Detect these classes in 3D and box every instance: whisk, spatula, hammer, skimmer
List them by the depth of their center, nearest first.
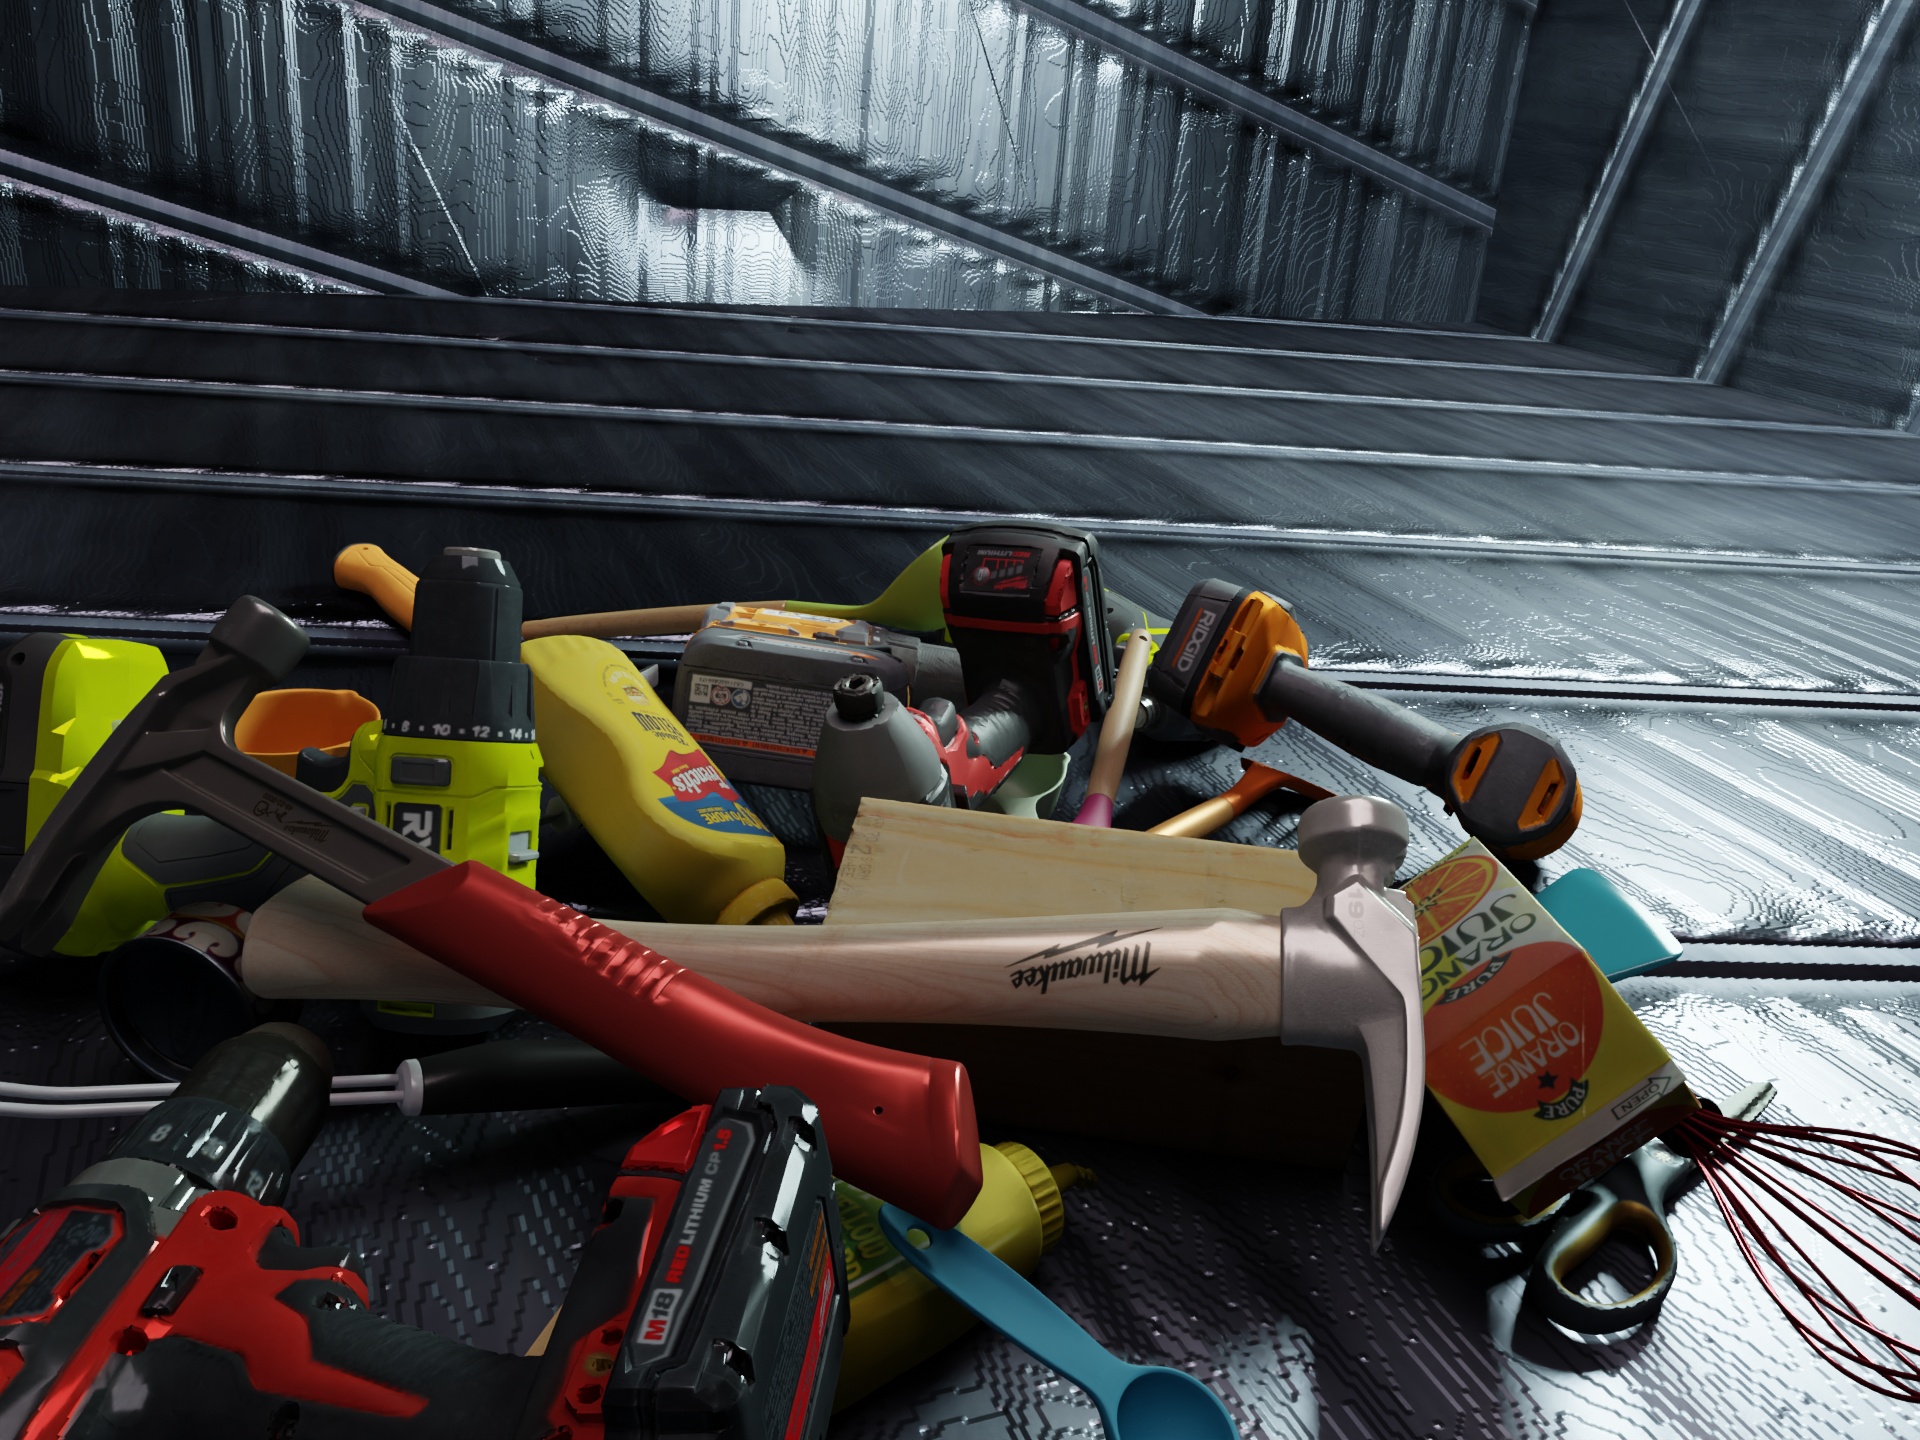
[{"bbox_3d":[-0.157,0.080,0.529,0.359,0.036,0.149,23,71,21],"label":"hammer"},{"bbox_3d":[-0.256,0.151,0.544,0.363,0.090,0.127,4,28,-31],"label":"skimmer"},{"bbox_3d":[-0.054,0.095,0.545,0.410,0.038,0.146,0,58,10],"label":"hammer"},{"bbox_3d":[0.270,0.151,0.561,0.073,0.073,0.296,1,8,-9],"label":"whisk"},{"bbox_3d":[0.161,0.109,0.717,0.317,0.044,0.082,-1,24,-12],"label":"spatula"},{"bbox_3d":[0.120,0.061,0.809,0.081,0.041,0.322,22,25,32],"label":"spatula"},{"bbox_3d":[-0.328,-0.060,1.040,0.127,0.034,0.337,-13,28,-36],"label":"hammer"}]

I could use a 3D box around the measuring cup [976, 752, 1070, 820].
[{"bbox_3d":[0.027,0.061,0.831,0.083,0.038,0.168,1,37,-17],"label":"measuring cup"}]

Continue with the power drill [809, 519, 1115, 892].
[{"bbox_3d":[-0.001,-0.002,0.759,0.078,0.143,0.220,6,37,25],"label":"power drill"}]

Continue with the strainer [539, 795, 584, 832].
[{"bbox_3d":[-0.202,0.049,0.792,0.087,0.050,0.258,-33,-10,37],"label":"strainer"}]

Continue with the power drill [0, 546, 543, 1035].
[{"bbox_3d":[-0.281,0.022,0.654,0.228,0.190,0.080,3,0,10],"label":"power drill"}]

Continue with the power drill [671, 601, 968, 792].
[{"bbox_3d":[-0.068,-0.018,0.914,0.185,0.084,0.226,8,10,-3],"label":"power drill"}]

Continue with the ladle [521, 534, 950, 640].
[{"bbox_3d":[-0.139,-0.082,1.044,0.320,0.062,0.078,-3,-3,12],"label":"ladle"}]

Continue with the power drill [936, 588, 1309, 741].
[{"bbox_3d":[0.097,-0.053,1.062,0.223,0.080,0.171,25,29,34],"label":"power drill"}]

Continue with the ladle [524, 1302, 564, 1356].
[{"bbox_3d":[-0.116,0.188,0.490,0.069,0.031,0.315,11,21,13],"label":"ladle"}]

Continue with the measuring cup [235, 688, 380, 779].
[{"bbox_3d":[-0.301,0.032,0.800,0.174,0.052,0.095,13,23,15],"label":"measuring cup"}]

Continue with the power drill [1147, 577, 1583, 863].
[{"bbox_3d":[0.232,0.009,0.880,0.227,0.084,0.164,27,2,26],"label":"power drill"}]

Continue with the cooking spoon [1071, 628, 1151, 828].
[{"bbox_3d":[0.077,0.030,0.848,0.068,0.017,0.319,26,34,-2],"label":"cooking spoon"}]

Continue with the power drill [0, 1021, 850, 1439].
[{"bbox_3d":[-0.148,0.147,0.425,0.226,0.080,0.188,-2,26,7],"label":"power drill"}]

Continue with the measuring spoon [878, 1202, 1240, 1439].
[{"bbox_3d":[0.025,0.189,0.474,0.129,0.021,0.042,34,35,14],"label":"measuring spoon"}]
